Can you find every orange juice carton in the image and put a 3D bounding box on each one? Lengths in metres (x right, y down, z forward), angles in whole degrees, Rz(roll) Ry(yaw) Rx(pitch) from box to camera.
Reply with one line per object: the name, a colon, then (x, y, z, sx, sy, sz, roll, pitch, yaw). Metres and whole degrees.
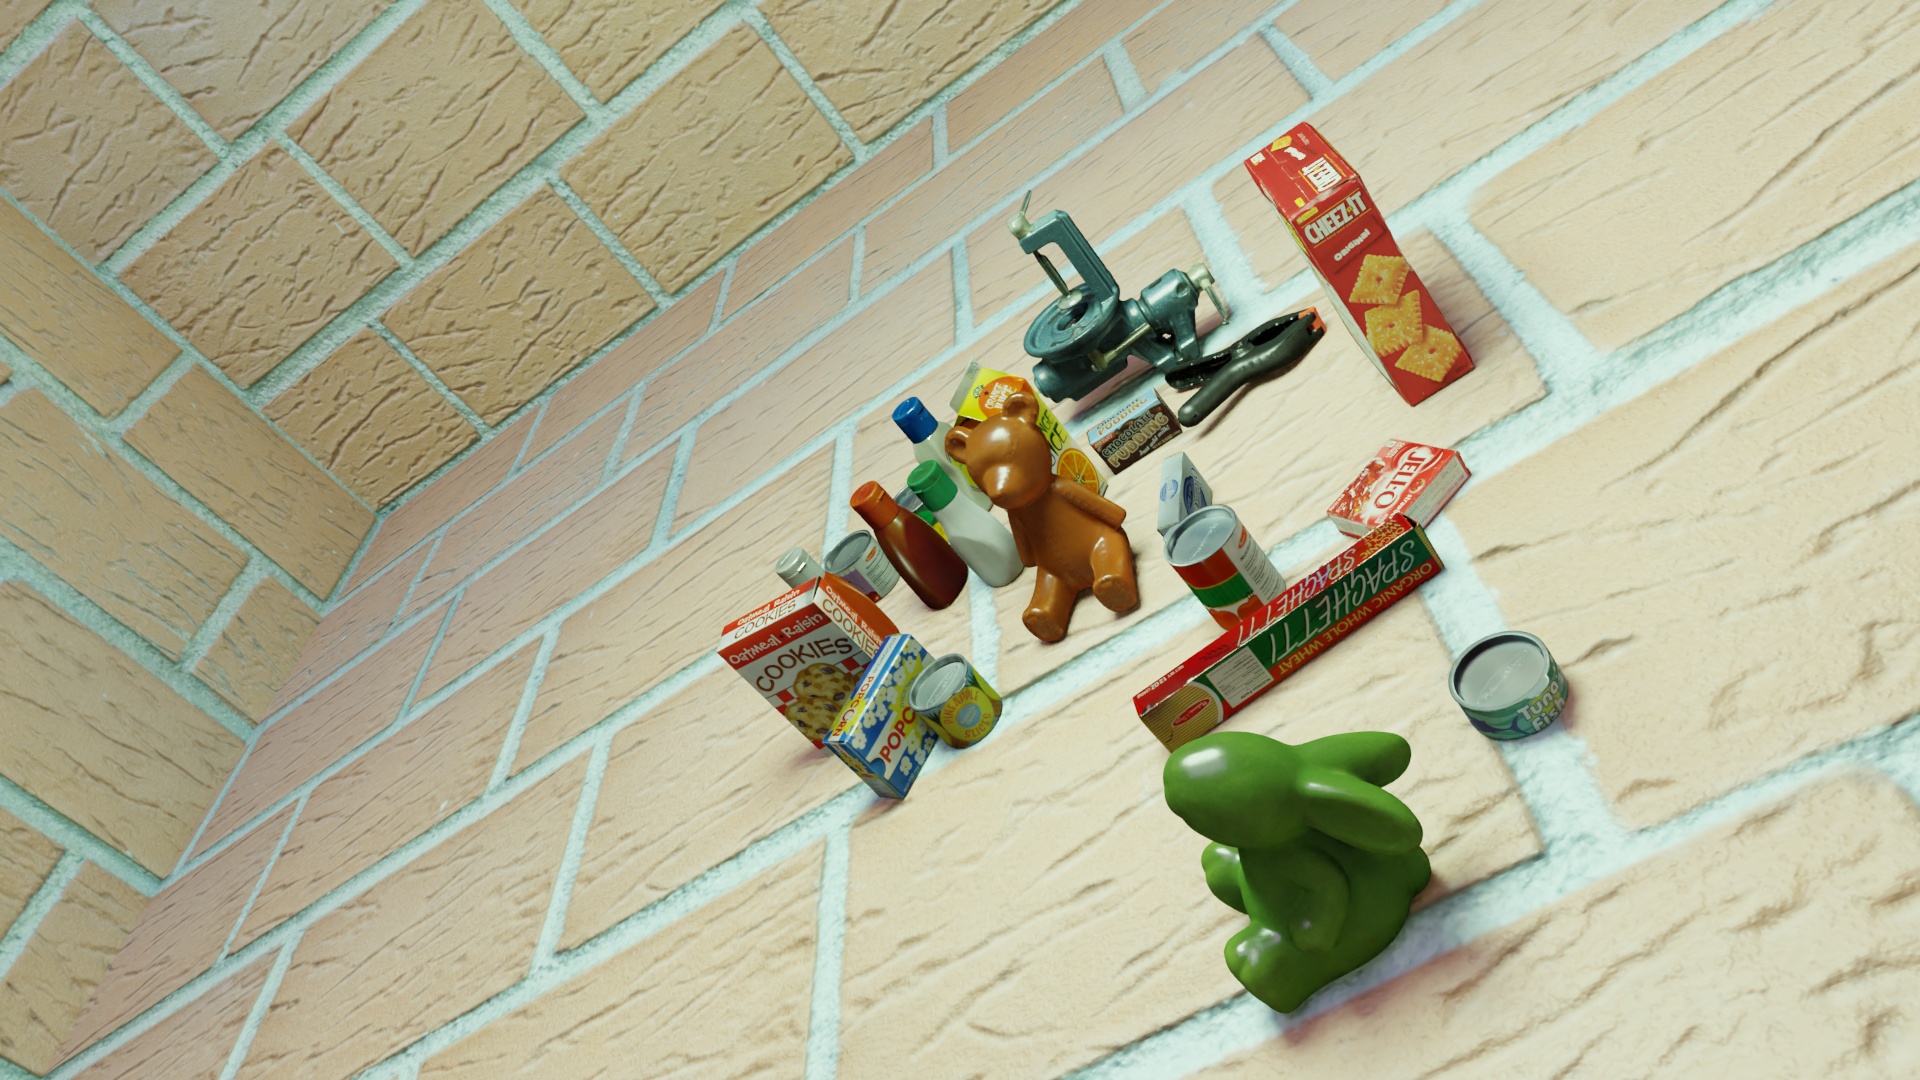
orange juice carton: (0.057, -0.089, 1.368, 0.073, 0.192, 0.072, -15, 37, 41)

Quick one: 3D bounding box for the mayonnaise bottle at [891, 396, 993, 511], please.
mayonnaise bottle: (-0.016, -0.093, 1.516, 0.041, 0.147, 0.065, -19, 34, 37)

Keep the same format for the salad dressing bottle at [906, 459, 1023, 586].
salad dressing bottle: (0.005, -0.017, 1.377, 0.064, 0.147, 0.044, -9, 41, 47)

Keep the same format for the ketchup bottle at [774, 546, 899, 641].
ketchup bottle: (-0.129, 0.067, 1.423, 0.065, 0.148, 0.043, -51, 28, -18)

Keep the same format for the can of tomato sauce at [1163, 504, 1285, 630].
can of tomato sauce: (0.212, 0.023, 1.122, 0.071, 0.083, 0.071, -31, 29, 19)

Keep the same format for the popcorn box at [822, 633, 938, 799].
popcorn box: (-0.059, 0.159, 1.267, 0.038, 0.085, 0.127, -9, 41, 47)

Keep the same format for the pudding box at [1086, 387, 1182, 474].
pudding box: (0.175, -0.111, 1.404, 0.083, 0.049, 0.030, -33, 28, 15)

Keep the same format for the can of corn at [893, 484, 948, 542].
can of corn: (-0.039, -0.030, 1.550, 0.071, 0.058, 0.071, -31, 29, 19)

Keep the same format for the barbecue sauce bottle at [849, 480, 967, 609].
barbecue sauce bottle: (-0.054, 0.001, 1.425, 0.043, 0.148, 0.065, -16, 37, 41)

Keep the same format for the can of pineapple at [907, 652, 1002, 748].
can of pineapple: (-0.004, 0.145, 1.247, 0.071, 0.057, 0.071, -31, 29, 19)

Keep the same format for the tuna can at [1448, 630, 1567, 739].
tuna can: (0.353, 0.094, 0.891, 0.071, 0.032, 0.071, -31, 29, 19)

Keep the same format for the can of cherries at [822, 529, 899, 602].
can of cherries: (-0.111, 0.031, 1.553, 0.071, 0.058, 0.072, -31, 29, 19)

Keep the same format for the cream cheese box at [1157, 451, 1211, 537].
cream cheese box: (0.201, -0.028, 1.244, 0.024, 0.053, 0.104, -25, 31, 29)

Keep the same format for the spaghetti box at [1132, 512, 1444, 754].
spaghetti box: (0.245, 0.071, 1.045, 0.250, 0.050, 0.029, -37, 27, 9)

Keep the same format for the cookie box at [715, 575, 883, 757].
cookie box: (-0.131, 0.122, 1.325, 0.122, 0.167, 0.040, -28, 30, 25)
